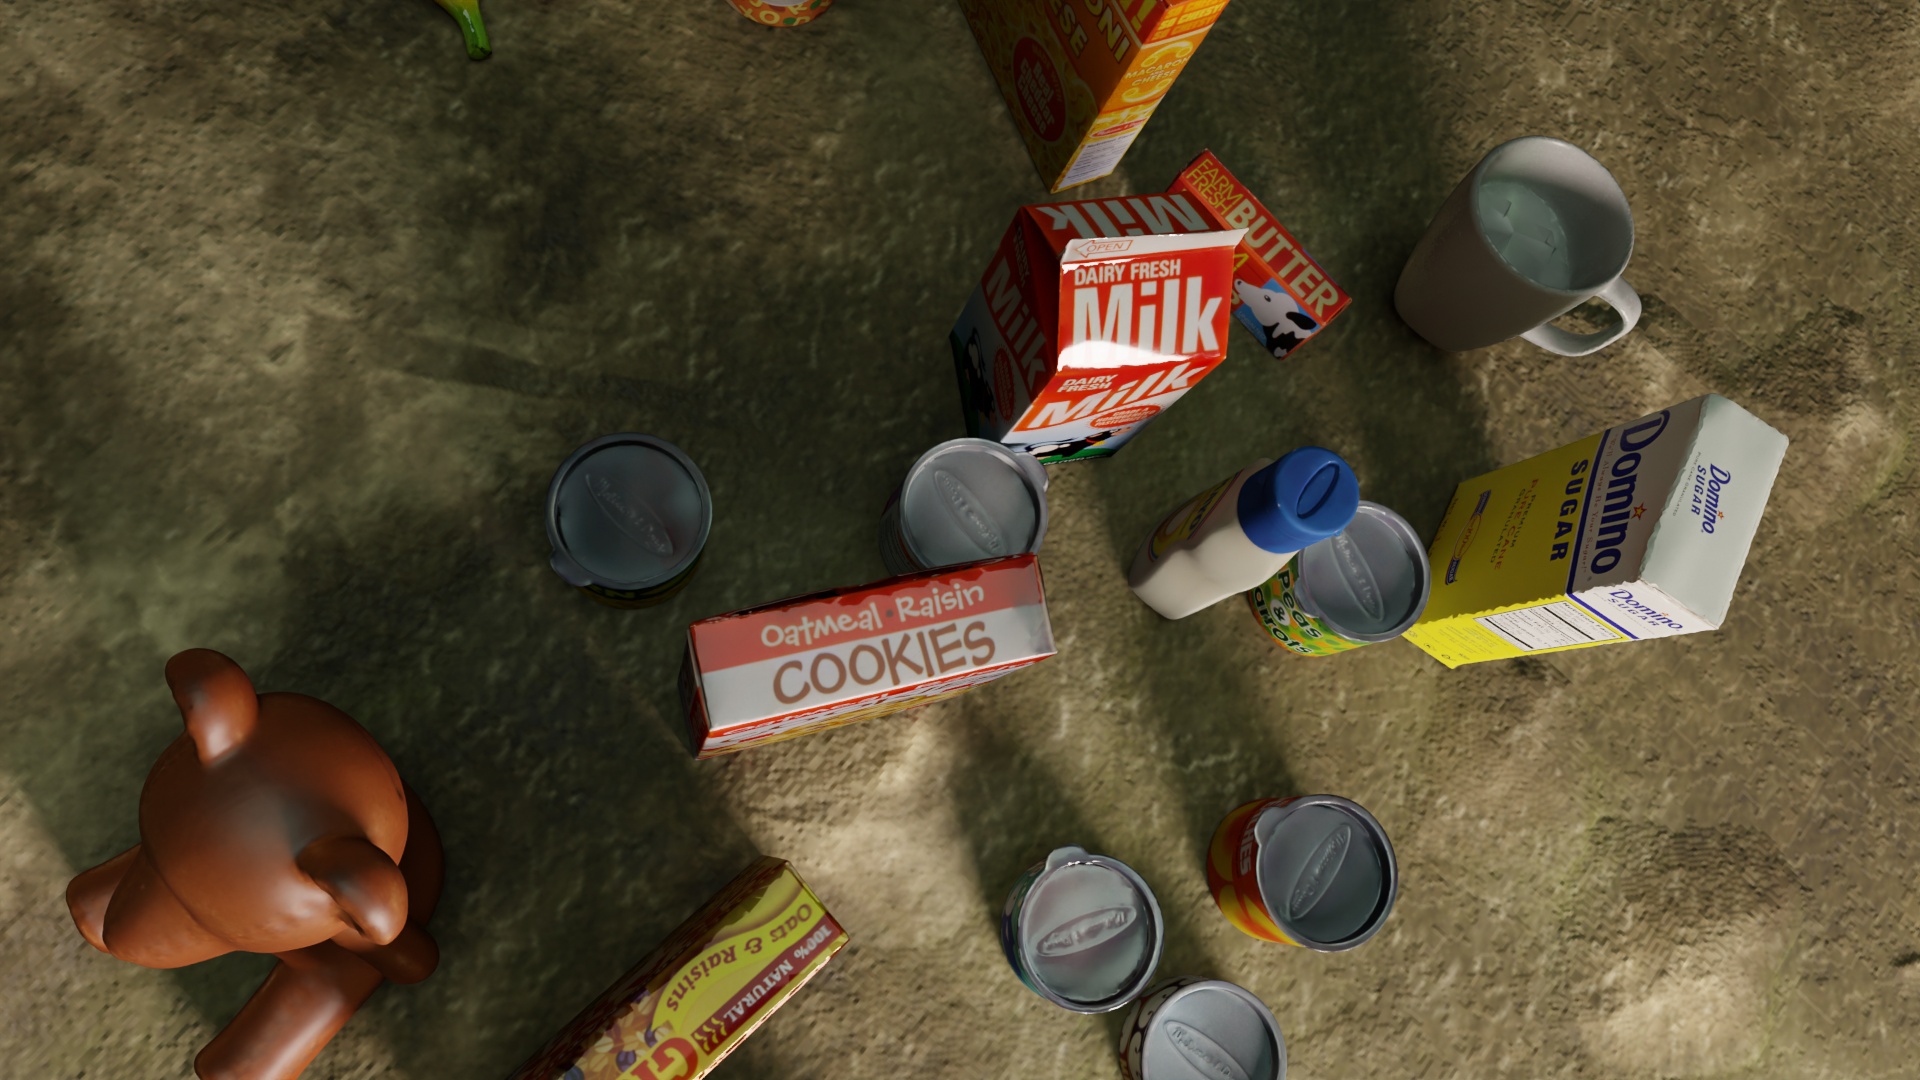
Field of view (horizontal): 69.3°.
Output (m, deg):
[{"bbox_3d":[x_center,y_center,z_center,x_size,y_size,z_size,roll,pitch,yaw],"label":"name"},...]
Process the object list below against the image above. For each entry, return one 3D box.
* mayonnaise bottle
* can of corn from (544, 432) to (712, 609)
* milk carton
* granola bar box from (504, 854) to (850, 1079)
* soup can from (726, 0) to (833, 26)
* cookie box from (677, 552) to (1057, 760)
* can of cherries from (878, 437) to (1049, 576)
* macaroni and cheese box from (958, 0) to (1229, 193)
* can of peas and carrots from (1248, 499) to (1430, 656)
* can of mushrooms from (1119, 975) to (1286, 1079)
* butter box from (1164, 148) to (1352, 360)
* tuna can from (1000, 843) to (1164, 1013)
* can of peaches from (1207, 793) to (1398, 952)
[{"bbox_3d":[0.121,-0.005,0.602,0.041,0.147,0.065,39,73,-2],"label":"mayonnaise bottle"},{"bbox_3d":[-0.142,-0.005,0.590,0.071,0.058,0.071,3,77,-12],"label":"can of corn"},{"bbox_3d":[0.052,-0.089,0.583,0.072,0.190,0.073,-8,80,-14],"label":"milk carton"},{"bbox_3d":[-0.121,0.188,0.516,0.166,0.124,0.039,-40,89,-17],"label":"granola bar box"},{"bbox_3d":[-0.084,-0.291,0.655,0.071,0.083,0.071,3,77,-12],"label":"soup can"},{"bbox_3d":[-0.045,0.048,0.542,0.123,0.167,0.040,-12,81,-15],"label":"cookie box"},{"bbox_3d":[0.002,-0.008,0.623,0.071,0.058,0.071,3,77,-12],"label":"can of cherries"},{"bbox_3d":[0.054,-0.252,0.633,0.040,0.166,0.124,-23,84,-16],"label":"macaroni and cheese box"},{"bbox_3d":[0.175,0.020,0.655,0.071,0.058,0.071,3,77,-12],"label":"can of peas and carrots"},{"bbox_3d":[0.103,0.227,0.605,0.071,0.033,0.071,3,77,-12],"label":"can of mushrooms"},{"bbox_3d":[0.140,-0.140,0.686,0.024,0.053,0.103,-43,89,-17],"label":"butter box"},{"bbox_3d":[0.052,0.168,0.607,0.071,0.032,0.071,3,77,-12],"label":"tuna can"},{"bbox_3d":[0.149,0.146,0.621,0.071,0.058,0.071,3,77,-12],"label":"can of peaches"}]
